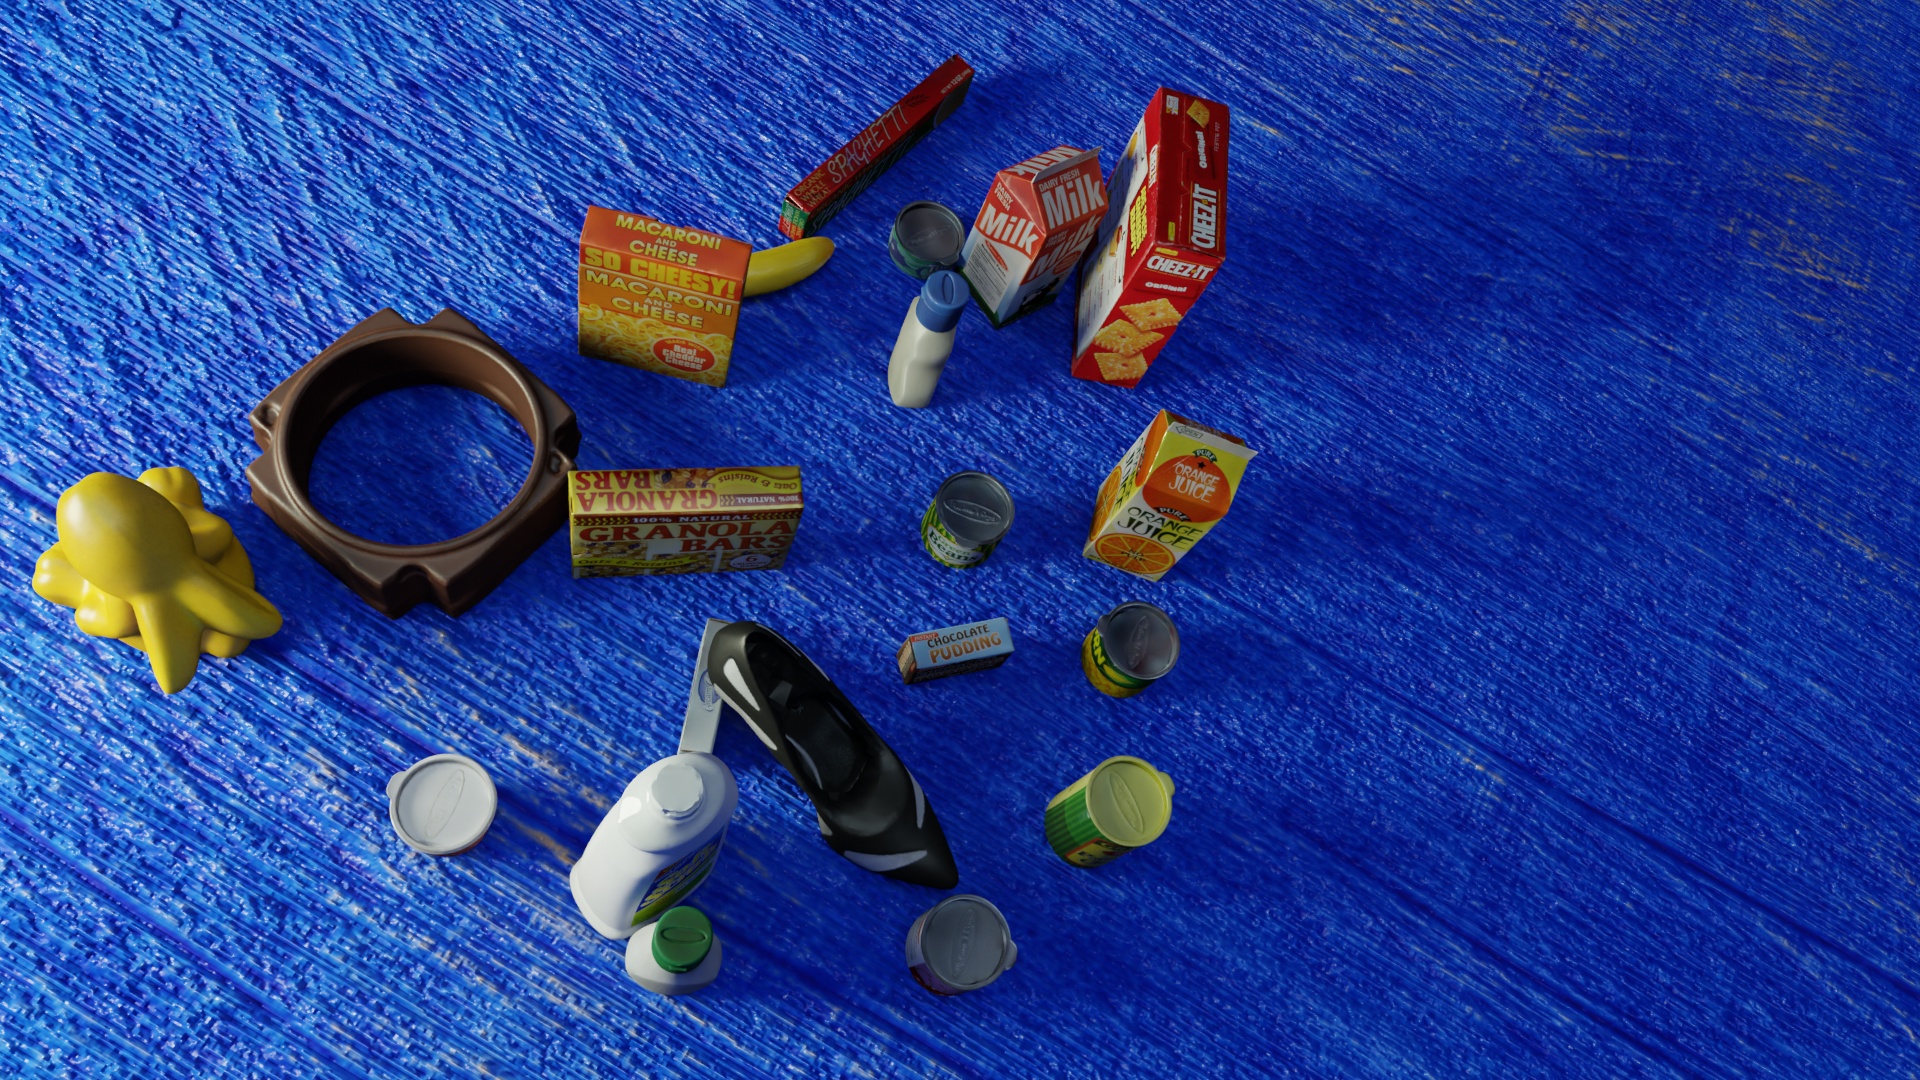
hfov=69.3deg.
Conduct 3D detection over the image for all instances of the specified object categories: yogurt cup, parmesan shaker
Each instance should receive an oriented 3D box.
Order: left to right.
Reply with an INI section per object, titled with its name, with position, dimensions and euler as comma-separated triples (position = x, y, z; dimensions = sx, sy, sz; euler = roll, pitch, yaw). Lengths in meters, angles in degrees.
[yogurt cup]
position = -0.354, 0.186, 0.957
dimensions = 0.072, 0.053, 0.072
euler = 6, 66, -13
[parmesan shaker]
position = 0.112, 0.207, 1.050
dimensions = 0.071, 0.102, 0.071
euler = 6, 66, -13

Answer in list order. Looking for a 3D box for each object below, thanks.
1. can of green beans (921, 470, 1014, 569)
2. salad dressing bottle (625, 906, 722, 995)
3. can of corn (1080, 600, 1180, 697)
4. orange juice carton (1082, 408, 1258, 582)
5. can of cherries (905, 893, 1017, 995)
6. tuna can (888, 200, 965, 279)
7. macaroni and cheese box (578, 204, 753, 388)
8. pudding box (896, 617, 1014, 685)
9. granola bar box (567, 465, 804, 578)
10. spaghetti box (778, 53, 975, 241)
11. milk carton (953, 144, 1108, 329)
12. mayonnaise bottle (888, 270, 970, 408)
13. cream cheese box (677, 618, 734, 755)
[can of green beans]
position = 0.005, -0.016, 1.144
dimensions = 0.071, 0.057, 0.071
euler = 6, 66, -13
[salad dressing bottle]
position = -0.186, 0.270, 0.914
dimensions = 0.064, 0.147, 0.044
euler = 10, 65, -11
[can of corn]
position = 0.135, 0.089, 1.133
dimensions = 0.071, 0.058, 0.071
euler = 6, 66, -13
[orange juice carton]
position = 0.169, -0.041, 1.124
dimensions = 0.072, 0.191, 0.073
euler = 20, 64, -6
[can of cherries]
position = 0.000, 0.295, 1.005
dimensions = 0.071, 0.058, 0.072
euler = 6, 66, -13
[tuna can]
position = -0.029, -0.270, 1.260
dimensions = 0.071, 0.032, 0.071
euler = 6, 66, -13
[macaroni and cheese box]
position = -0.235, -0.188, 1.092
dimensions = 0.124, 0.165, 0.040
euler = 12, 65, -10
[pudding box]
position = -0.004, 0.088, 1.100
dimensions = 0.084, 0.049, 0.030
euler = -9, 70, -19
[granola bar box]
position = -0.209, -0.012, 1.046
dimensions = 0.166, 0.123, 0.039
euler = -2, 68, -16
[spaghetti box]
position = -0.075, -0.362, 1.278
dimensions = 0.029, 0.050, 0.251
euler = 40, 63, 4
[milk carton]
position = 0.064, -0.270, 1.198
dimensions = 0.072, 0.189, 0.073
euler = -30, 78, -24
[mayonnaise bottle]
position = -0.027, -0.168, 1.151
dimensions = 0.041, 0.147, 0.065
euler = 4, 66, -14
[cream cheese box]
position = -0.189, 0.116, 1.034
dimensions = 0.024, 0.053, 0.104
euler = 12, 64, -10
